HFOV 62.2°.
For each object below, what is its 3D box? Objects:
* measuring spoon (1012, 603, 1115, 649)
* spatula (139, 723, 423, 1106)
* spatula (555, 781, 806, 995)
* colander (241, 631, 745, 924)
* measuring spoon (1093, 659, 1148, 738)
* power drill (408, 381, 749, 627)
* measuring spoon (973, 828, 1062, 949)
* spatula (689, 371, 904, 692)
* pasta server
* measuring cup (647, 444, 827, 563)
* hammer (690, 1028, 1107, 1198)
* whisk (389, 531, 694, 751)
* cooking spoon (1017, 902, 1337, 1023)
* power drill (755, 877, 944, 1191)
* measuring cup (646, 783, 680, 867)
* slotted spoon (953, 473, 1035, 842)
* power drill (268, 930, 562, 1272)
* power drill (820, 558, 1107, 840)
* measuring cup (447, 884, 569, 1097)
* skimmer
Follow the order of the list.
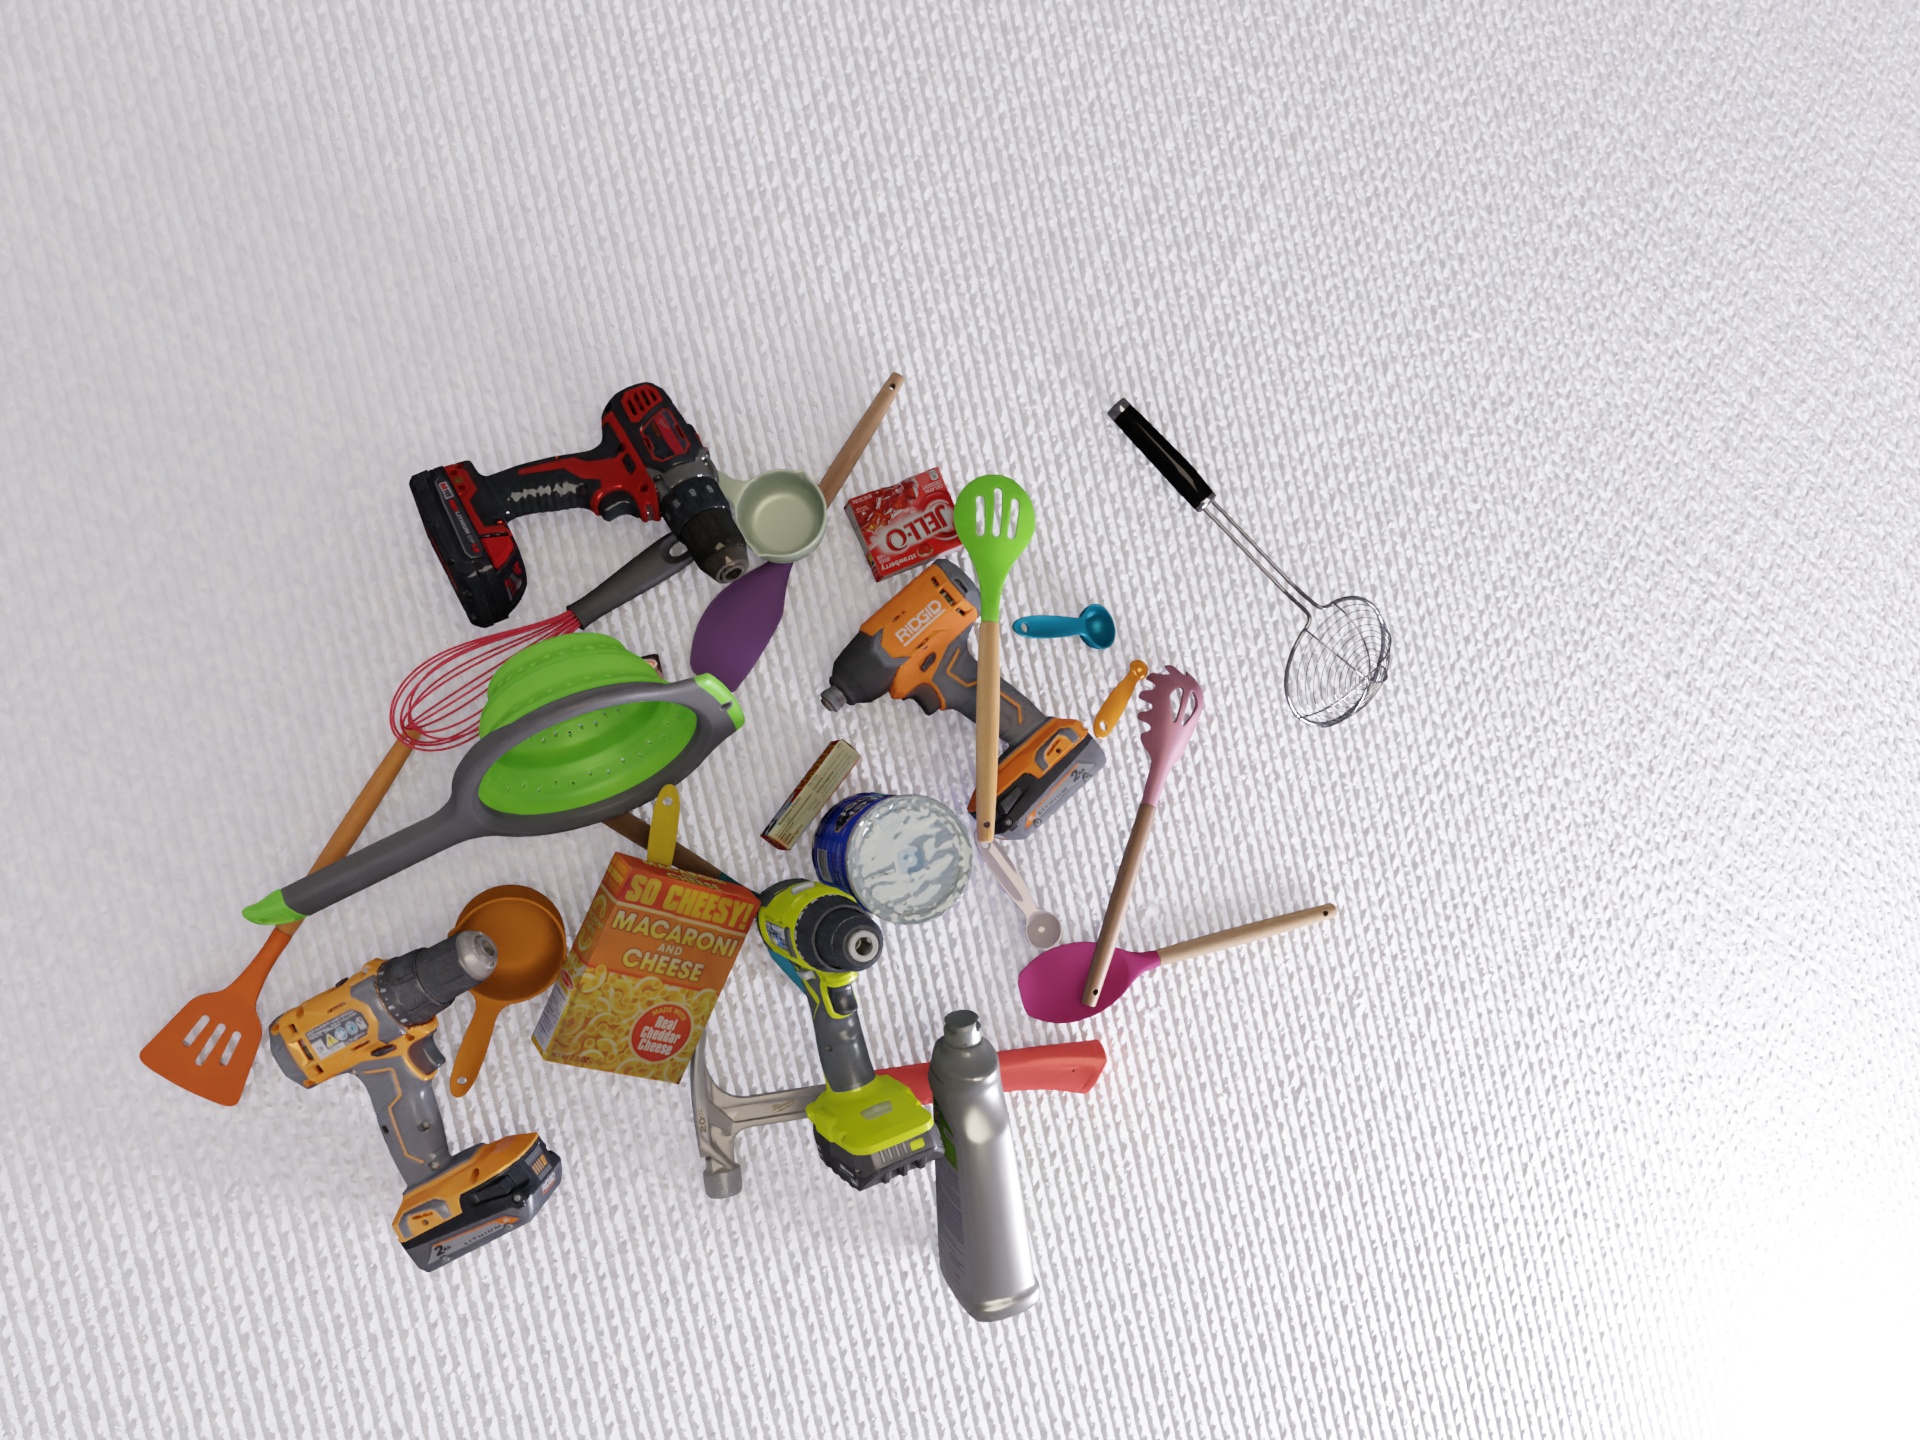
[{"bbox_3d":[0.086,-0.080,1.396,0.128,0.021,0.042,-3,80,-43],"label":"measuring spoon"},{"bbox_3d":[-0.511,0.142,1.233,0.081,0.041,0.323,32,75,-13],"label":"spatula"},{"bbox_3d":[-0.226,0.120,1.319,0.317,0.044,0.082,33,80,-8],"label":"spatula"},{"bbox_3d":[-0.366,0.034,1.206,0.397,0.204,0.095,-26,68,-1],"label":"colander"},{"bbox_3d":[0.143,-0.020,1.407,0.021,0.011,0.117,49,43,-12],"label":"measuring spoon"},{"bbox_3d":[-0.292,-0.156,1.250,0.226,0.080,0.188,-25,69,-17],"label":"power drill"},{"bbox_3d":[0.047,0.148,1.405,0.034,0.018,0.124,-33,91,-15],"label":"measuring spoon"},{"bbox_3d":[-0.134,-0.167,1.357,0.059,0.018,0.316,33,80,-8],"label":"spatula"},{"bbox_3d":[0.158,0.101,1.424,0.060,0.040,0.316,19,83,-15],"label":"pasta server"},{"bbox_3d":[-0.189,-0.188,1.333,0.167,0.038,0.083,26,80,6],"label":"measuring cup"},{"bbox_3d":[-0.048,0.303,1.357,0.359,0.037,0.149,-5,90,-16],"label":"hammer"},{"bbox_3d":[-0.326,-0.072,1.278,0.296,0.073,0.073,-37,99,-21],"label":"whisk"},{"bbox_3d":[0.201,0.210,1.444,0.319,0.017,0.069,-12,85,-16],"label":"cooking spoon"},{"bbox_3d":[-0.086,0.238,1.235,0.080,0.190,0.228,-17,97,-22],"label":"power drill"},{"bbox_3d":[-0.247,0.123,1.287,0.062,0.029,0.156,8,102,-16],"label":"measuring cup"},{"bbox_3d":[0.026,-0.056,1.321,0.070,0.031,0.314,3,83,-7],"label":"slotted spoon"},{"bbox_3d":[-0.392,0.280,1.207,0.185,0.084,0.226,-29,95,10],"label":"power drill"},{"bbox_3d":[-0.002,-0.004,1.361,0.164,0.084,0.226,-42,95,-14],"label":"power drill"},{"bbox_3d":[-0.371,0.212,1.261,0.095,0.052,0.173,19,99,-18],"label":"measuring cup"},{"bbox_3d":[0.259,-0.149,1.469,0.127,0.090,0.363,-43,90,-11],"label":"skimmer"}]
